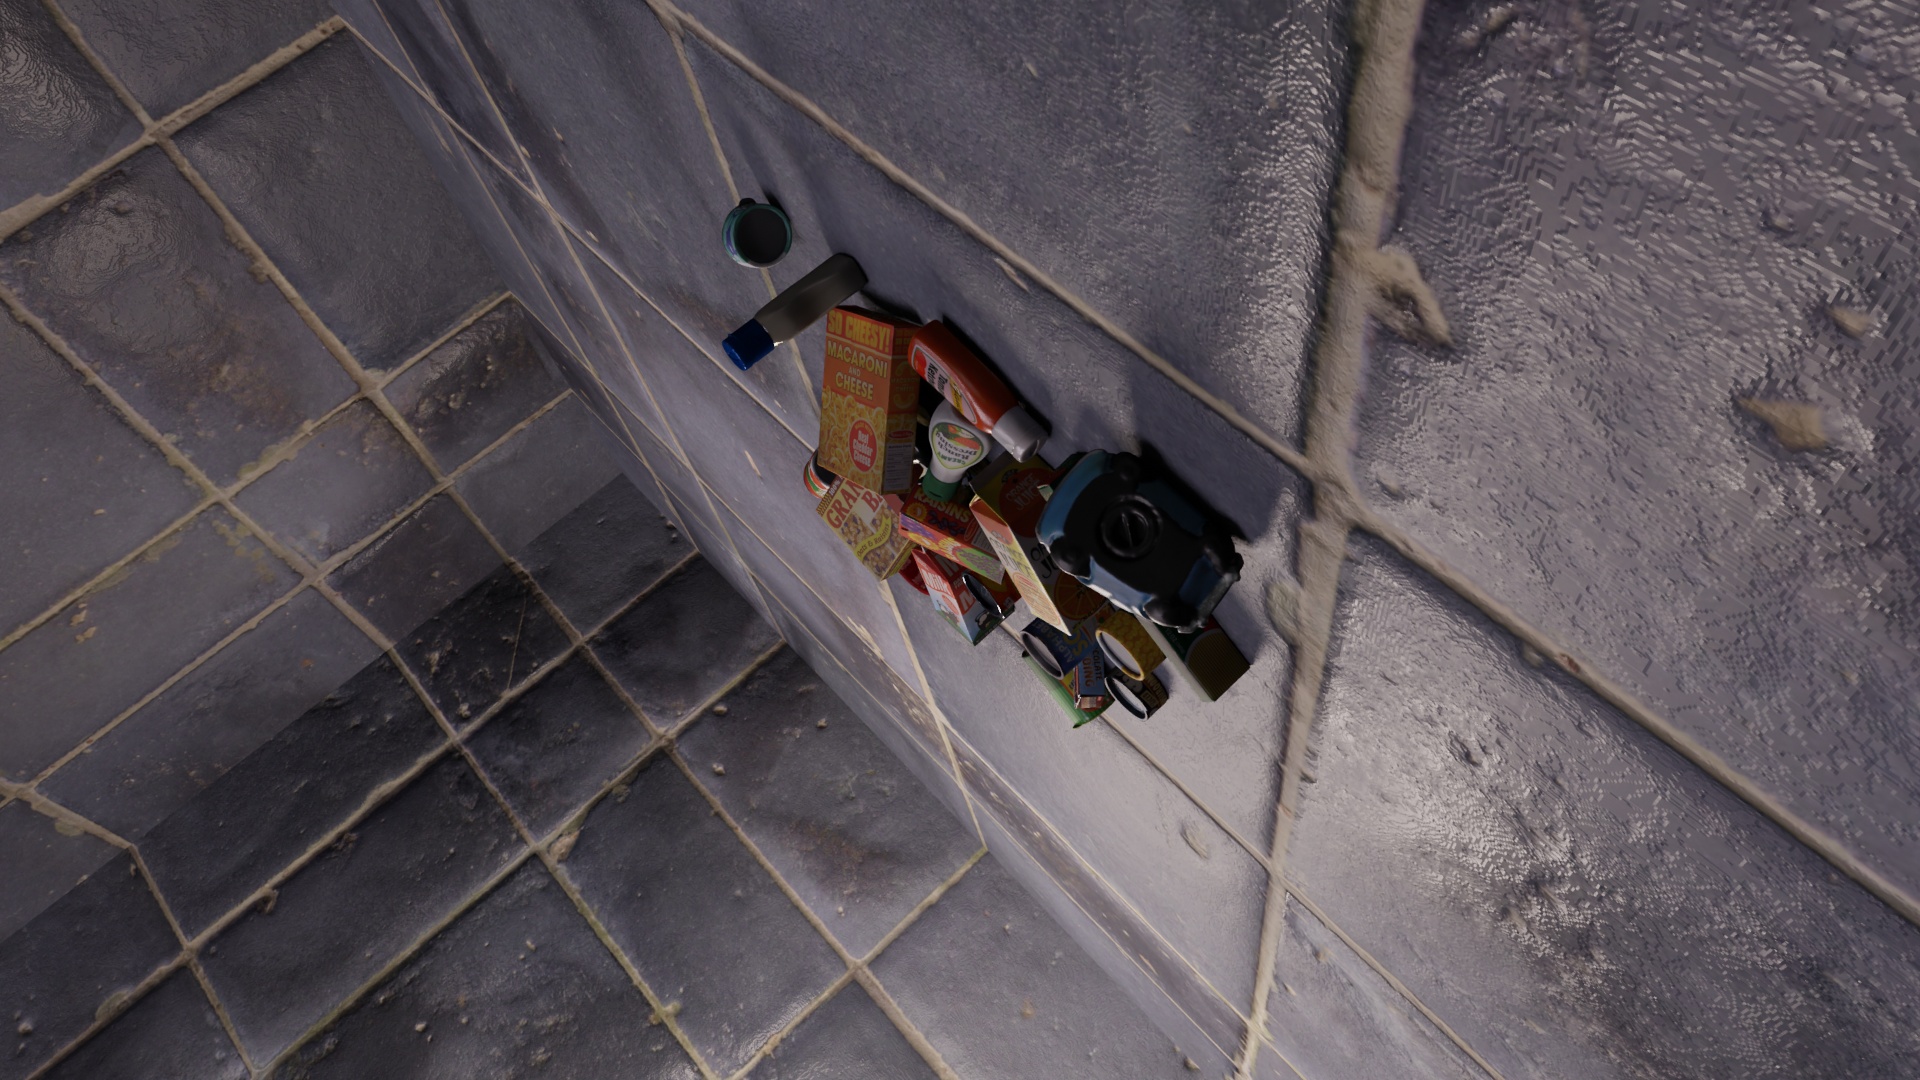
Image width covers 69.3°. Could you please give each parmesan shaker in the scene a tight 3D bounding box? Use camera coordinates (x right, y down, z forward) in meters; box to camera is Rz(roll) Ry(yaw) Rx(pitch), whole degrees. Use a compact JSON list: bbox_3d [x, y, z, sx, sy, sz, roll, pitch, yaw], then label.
[{"bbox_3d":[0.124,0.154,1.587,0.103,0.071,0.071,51,165,-5],"label":"parmesan shaker"}]

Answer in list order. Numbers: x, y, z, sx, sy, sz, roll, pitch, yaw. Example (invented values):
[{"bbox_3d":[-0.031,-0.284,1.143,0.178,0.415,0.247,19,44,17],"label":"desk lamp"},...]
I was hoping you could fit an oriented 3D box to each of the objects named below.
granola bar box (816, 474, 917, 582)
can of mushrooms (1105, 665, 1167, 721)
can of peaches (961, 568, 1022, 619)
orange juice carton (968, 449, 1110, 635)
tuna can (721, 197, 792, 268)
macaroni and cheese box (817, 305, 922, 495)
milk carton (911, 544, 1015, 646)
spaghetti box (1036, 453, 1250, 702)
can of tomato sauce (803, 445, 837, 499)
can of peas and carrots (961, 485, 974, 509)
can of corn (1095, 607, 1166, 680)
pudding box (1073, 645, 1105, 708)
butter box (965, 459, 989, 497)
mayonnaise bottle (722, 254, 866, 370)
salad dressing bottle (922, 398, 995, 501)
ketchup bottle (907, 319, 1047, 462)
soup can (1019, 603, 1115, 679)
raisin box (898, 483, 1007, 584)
[{"bbox_3d":[-0.091,-0.047,1.640,0.124,0.039,0.164,48,135,11],"label":"granola bar box"},{"bbox_3d":[0.189,0.160,1.489,0.071,0.033,0.070,46,164,17],"label":"can of mushrooms"},{"bbox_3d":[0.046,0.046,1.577,0.071,0.058,0.071,45,163,17],"label":"can of peaches"},{"bbox_3d":[0.074,-0.006,1.342,0.073,0.072,0.192,27,153,54],"label":"orange juice carton"},{"bbox_3d":[-0.208,-0.315,1.422,0.033,0.071,0.071,22,149,58],"label":"tuna can"},{"bbox_3d":[-0.091,-0.141,1.378,0.124,0.040,0.165,26,116,49],"label":"macaroni and cheese box"},{"bbox_3d":[0.001,0.038,1.658,0.073,0.072,0.189,40,162,33],"label":"milk carton"},{"bbox_3d":[0.162,0.033,1.228,0.250,0.050,0.028,52,163,-7],"label":"spaghetti box"},{"bbox_3d":[-0.171,-0.091,1.846,0.071,0.071,0.083,50,164,-1],"label":"can of tomato sauce"},{"bbox_3d":[0.005,-0.019,1.533,0.071,0.059,0.070,45,164,17],"label":"can of peas and carrots"},{"bbox_3d":[0.172,0.091,1.321,0.071,0.058,0.071,45,164,16],"label":"can of corn"},{"bbox_3d":[0.138,0.135,1.492,0.049,0.030,0.084,94,177,-67],"label":"pudding box"},{"bbox_3d":[0.049,-0.038,1.431,0.104,0.024,0.053,42,164,27],"label":"butter box"},{"bbox_3d":[-0.164,-0.222,1.354,0.041,0.148,0.065,57,163,-24],"label":"mayonnaise bottle"},{"bbox_3d":[-0.005,-0.089,1.355,0.064,0.044,0.147,24,148,0],"label":"salad dressing bottle"},{"bbox_3d":[0.016,-0.133,1.259,0.149,0.044,0.064,45,162,16],"label":"ketchup bottle"},{"bbox_3d":[0.114,0.092,1.443,0.071,0.084,0.071,45,164,17],"label":"soup can"},{"bbox_3d":[-0.002,-0.006,1.448,0.123,0.040,0.086,26,165,5],"label":"raisin box"}]
